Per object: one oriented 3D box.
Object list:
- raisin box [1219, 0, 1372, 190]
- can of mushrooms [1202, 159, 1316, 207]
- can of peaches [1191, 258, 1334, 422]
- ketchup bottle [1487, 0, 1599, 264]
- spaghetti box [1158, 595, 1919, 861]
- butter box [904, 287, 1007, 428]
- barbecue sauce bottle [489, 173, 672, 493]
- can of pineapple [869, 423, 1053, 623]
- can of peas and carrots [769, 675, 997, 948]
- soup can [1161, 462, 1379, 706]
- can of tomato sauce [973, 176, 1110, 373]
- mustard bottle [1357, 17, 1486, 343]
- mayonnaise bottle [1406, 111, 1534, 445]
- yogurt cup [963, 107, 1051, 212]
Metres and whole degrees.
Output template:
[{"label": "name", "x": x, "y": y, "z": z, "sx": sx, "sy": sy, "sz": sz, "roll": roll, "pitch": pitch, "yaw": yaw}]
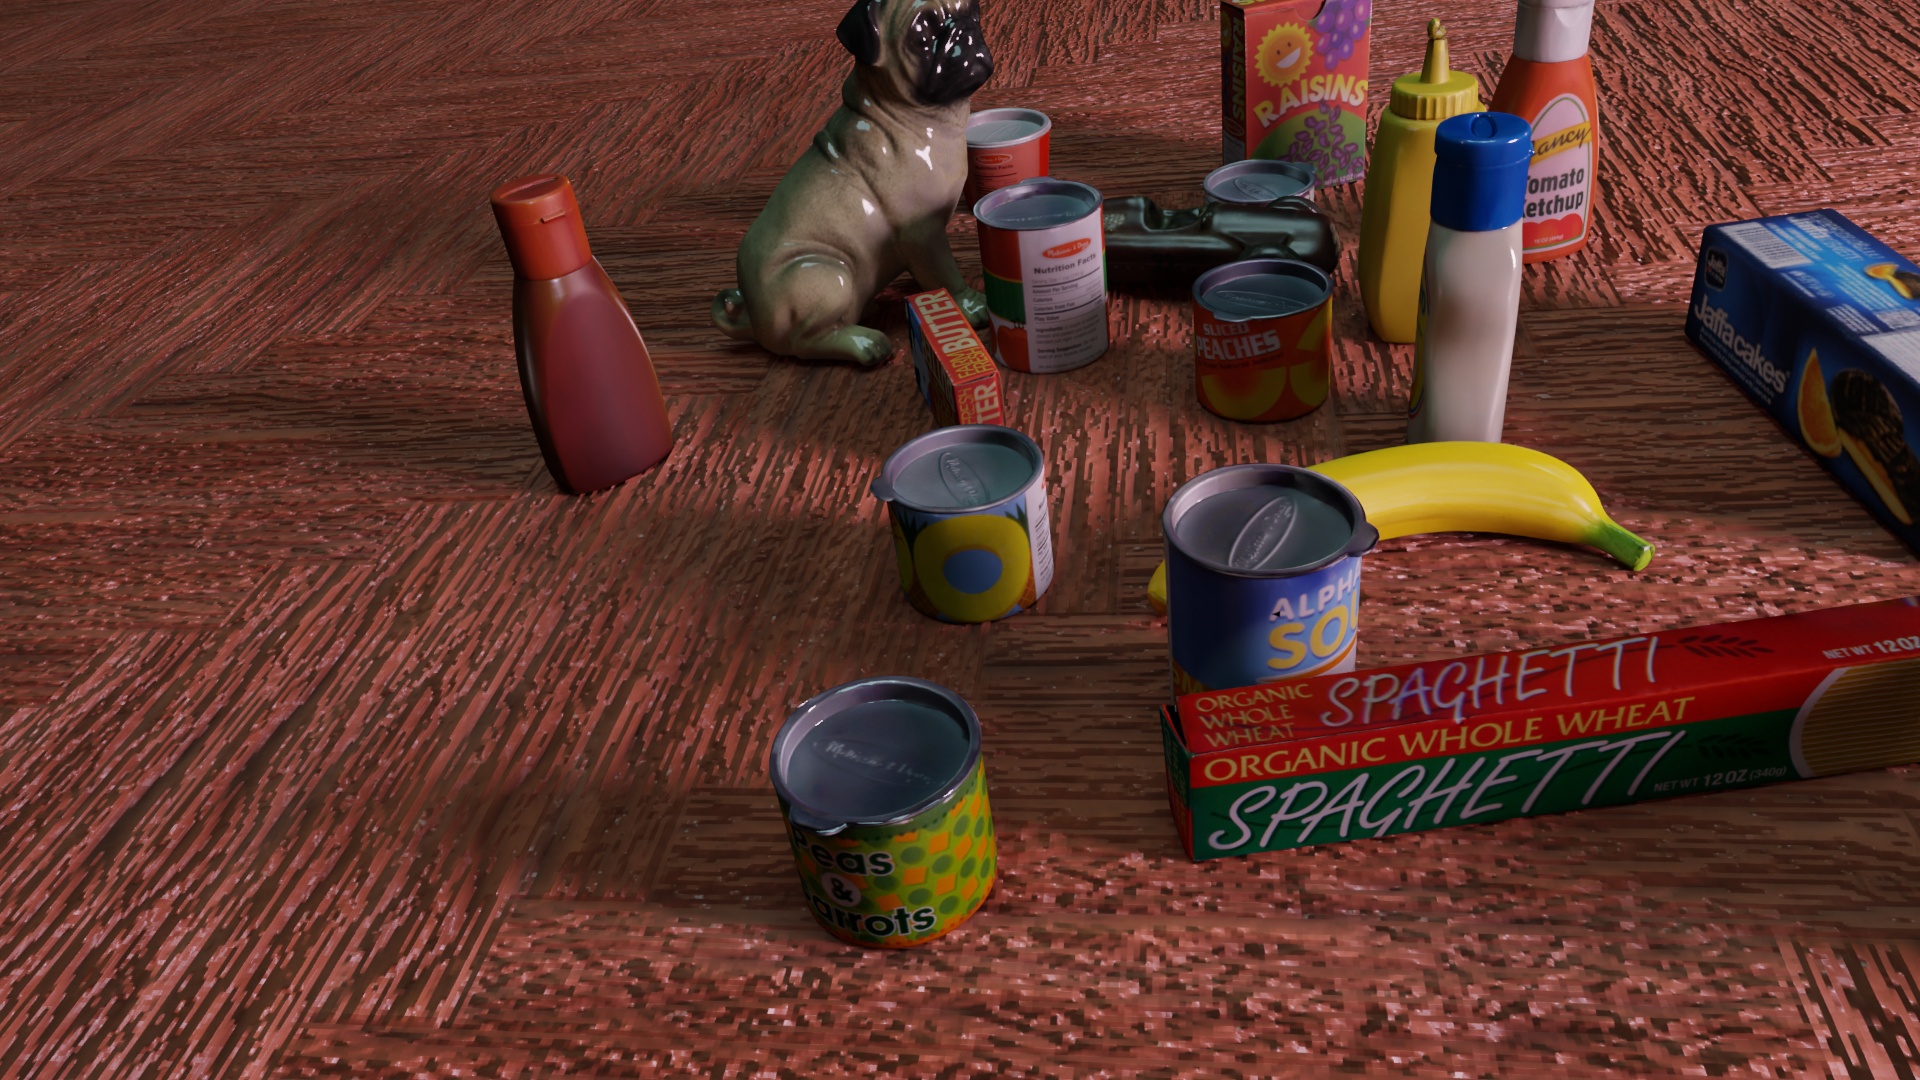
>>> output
[{"label": "raisin box", "x": 0.208, "y": -0.280, "z": 0.868, "sx": 0.086, "sy": 0.122, "sz": 0.040, "roll": -15, "pitch": 35, "yaw": -9}, {"label": "can of mushrooms", "x": 0.183, "y": -0.204, "z": 0.843, "sx": 0.071, "sy": 0.033, "sz": 0.071, "roll": -6, "pitch": 35, "yaw": 4}, {"label": "can of peaches", "x": 0.145, "y": -0.096, "z": 0.673, "sx": 0.071, "sy": 0.057, "sz": 0.071, "roll": -6, "pitch": 34, "yaw": 4}, {"label": "ketchup bottle", "x": 0.311, "y": -0.225, "z": 0.745, "sx": 0.065, "sy": 0.148, "sz": 0.044, "roll": -11, "pitch": 34, "yaw": -4}, {"label": "spaghetti box", "x": 0.191, "y": 0.061, "z": 0.445, "sx": 0.250, "sy": 0.050, "sz": 0.029, "roll": -8, "pitch": 34, "yaw": 0}, {"label": "butter box", "x": -0.002, "y": -0.080, "z": 0.684, "sx": 0.024, "sy": 0.052, "sz": 0.104, "roll": -14, "pitch": 35, "yaw": -8}, {"label": "barbecue sauce bottle", "x": -0.184, "y": -0.098, "z": 0.665, "sx": 0.065, "sy": 0.147, "sz": 0.044, "roll": -30, "pitch": 40, "yaw": -29}, {"label": "can of pineapple", "x": 0.002, "y": -0.007, "z": 0.574, "sx": 0.071, "sy": 0.057, "sz": 0.071, "roll": -6, "pitch": 34, "yaw": 4}, {"label": "can of peas and carrots", "x": -0.024, "y": 0.088, "z": 0.442, "sx": 0.071, "sy": 0.058, "sz": 0.071, "roll": -6, "pitch": 34, "yaw": 4}, {"label": "soup can", "x": 0.107, "y": 0.026, "z": 0.482, "sx": 0.071, "sy": 0.083, "sz": 0.072, "roll": -6, "pitch": 34, "yaw": 4}, {"label": "can of tomato sauce", "x": 0.044, "y": -0.141, "z": 0.736, "sx": 0.071, "sy": 0.082, "sz": 0.071, "roll": -6, "pitch": 34, "yaw": 4}, {"label": "mustard bottle", "x": 0.231, "y": -0.176, "z": 0.681, "sx": 0.065, "sy": 0.159, "sz": 0.049, "roll": -3, "pitch": 35, "yaw": 7}, {"label": "mayonnaise bottle", "x": 0.216, "y": -0.105, "z": 0.592, "sx": 0.041, "sy": 0.147, "sz": 0.065, "roll": 2, "pitch": 36, "yaw": 15}, {"label": "yogurt cup", "x": 0.028, "y": -0.251, "z": 0.924, "sx": 0.072, "sy": 0.053, "sz": 0.073, "roll": -6, "pitch": 34, "yaw": 4}]
